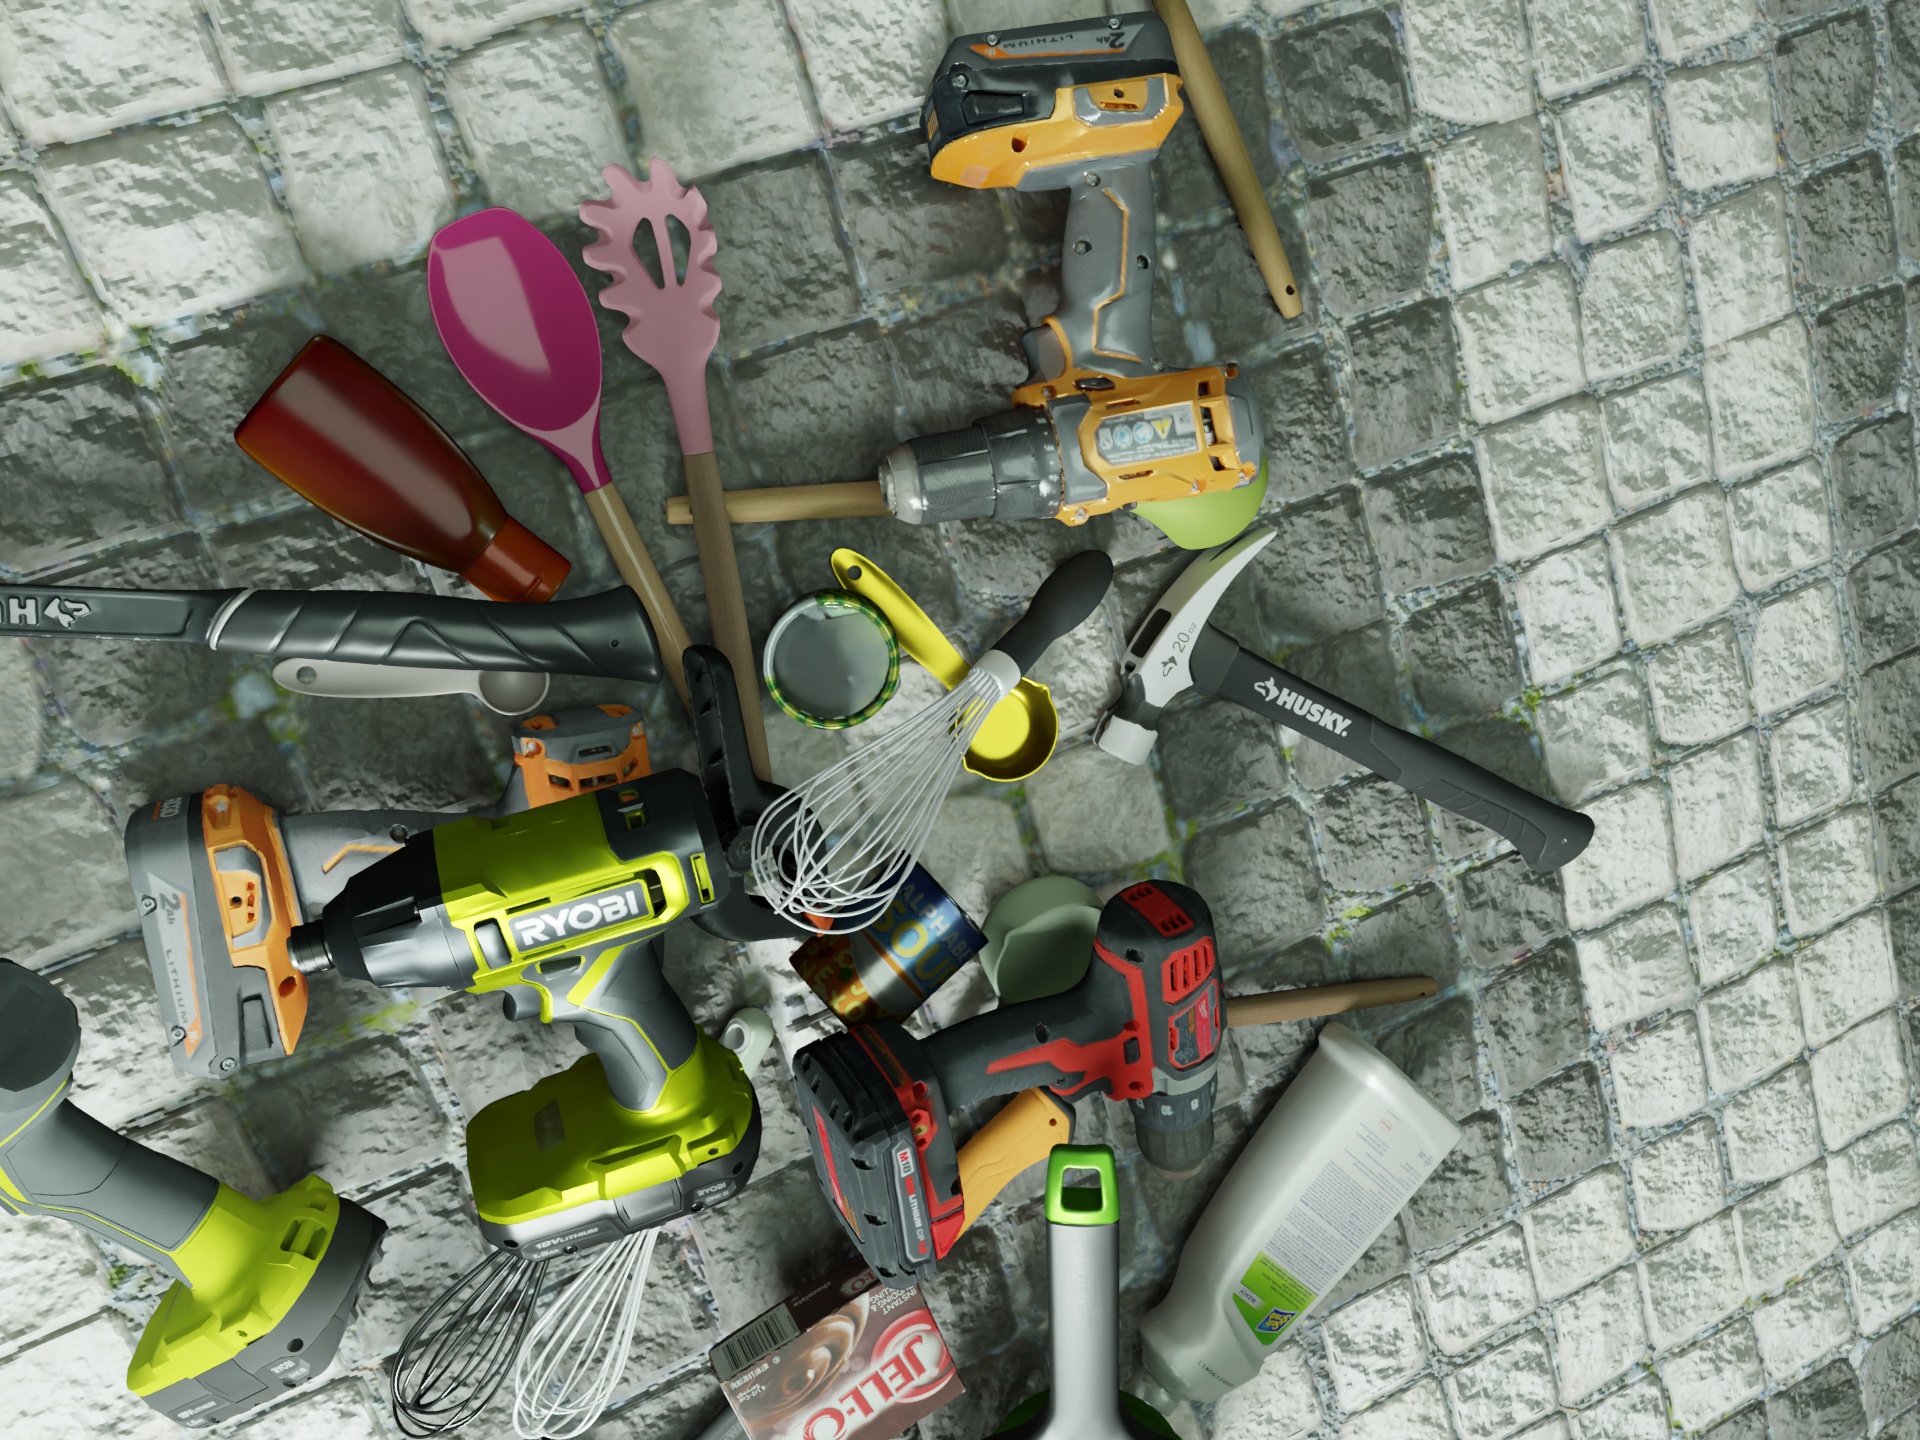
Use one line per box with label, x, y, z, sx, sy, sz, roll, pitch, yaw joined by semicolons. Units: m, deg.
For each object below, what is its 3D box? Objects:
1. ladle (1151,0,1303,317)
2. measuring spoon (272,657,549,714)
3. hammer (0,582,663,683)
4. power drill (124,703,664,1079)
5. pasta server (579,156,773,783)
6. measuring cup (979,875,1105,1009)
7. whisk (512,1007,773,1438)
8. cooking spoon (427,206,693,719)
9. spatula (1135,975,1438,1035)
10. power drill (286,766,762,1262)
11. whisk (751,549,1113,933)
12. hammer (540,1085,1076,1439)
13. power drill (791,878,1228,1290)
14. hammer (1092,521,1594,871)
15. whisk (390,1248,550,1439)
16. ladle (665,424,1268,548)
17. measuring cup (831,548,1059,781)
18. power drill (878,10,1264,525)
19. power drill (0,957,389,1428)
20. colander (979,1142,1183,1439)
ladle;0.112;-0.351;0.815;0.069;0.031;0.315;-33;111;-11
measuring spoon;-0.258;-0.020;0.752;0.124;0.018;0.034;1;86;-13
hammer;-0.335;-0.039;0.683;0.409;0.036;0.149;2;101;-13
power drill;-0.248;0.090;0.740;0.226;0.084;0.164;-11;104;-22
pasta server;-0.121;-0.099;0.753;0.060;0.040;0.316;-7;105;4
measuring cup;0.018;0.152;0.874;0.083;0.038;0.167;31;107;-37
whisk;-0.162;0.260;0.824;0.246;0.058;0.059;-61;147;-4
cooking spoon;-0.164;-0.089;0.768;0.069;0.017;0.318;-26;107;-7
spatula;0.148;0.171;0.917;0.315;0.018;0.059;-3;129;-25
power drill;-0.177;0.133;0.697;0.171;0.080;0.223;-16;130;-12
whisk;-0.002;-0.003;0.776;0.285;0.070;0.070;-48;114;-35
hammer;-0.069;0.319;0.871;0.337;0.034;0.127;-44;112;-8
power drill;0.041;0.199;0.821;0.226;0.080;0.187;-22;124;-21
hammer;0.244;0.009;0.921;0.334;0.035;0.146;24;97;-23
whisk;-0.207;0.255;0.804;0.055;0.055;0.239;38;83;-22
ladle;0.010;-0.119;0.820;0.320;0.062;0.078;-5;105;-12
measuring cup;-0.013;-0.031;0.835;0.062;0.029;0.156;-46;99;-8
power drill;0.037;-0.206;0.764;0.185;0.084;0.226;-12;93;-9
power drill;-0.389;0.213;0.689;0.190;0.080;0.228;-31;118;26
colander;0.068;0.372;0.863;0.204;0.094;0.396;0;113;5
